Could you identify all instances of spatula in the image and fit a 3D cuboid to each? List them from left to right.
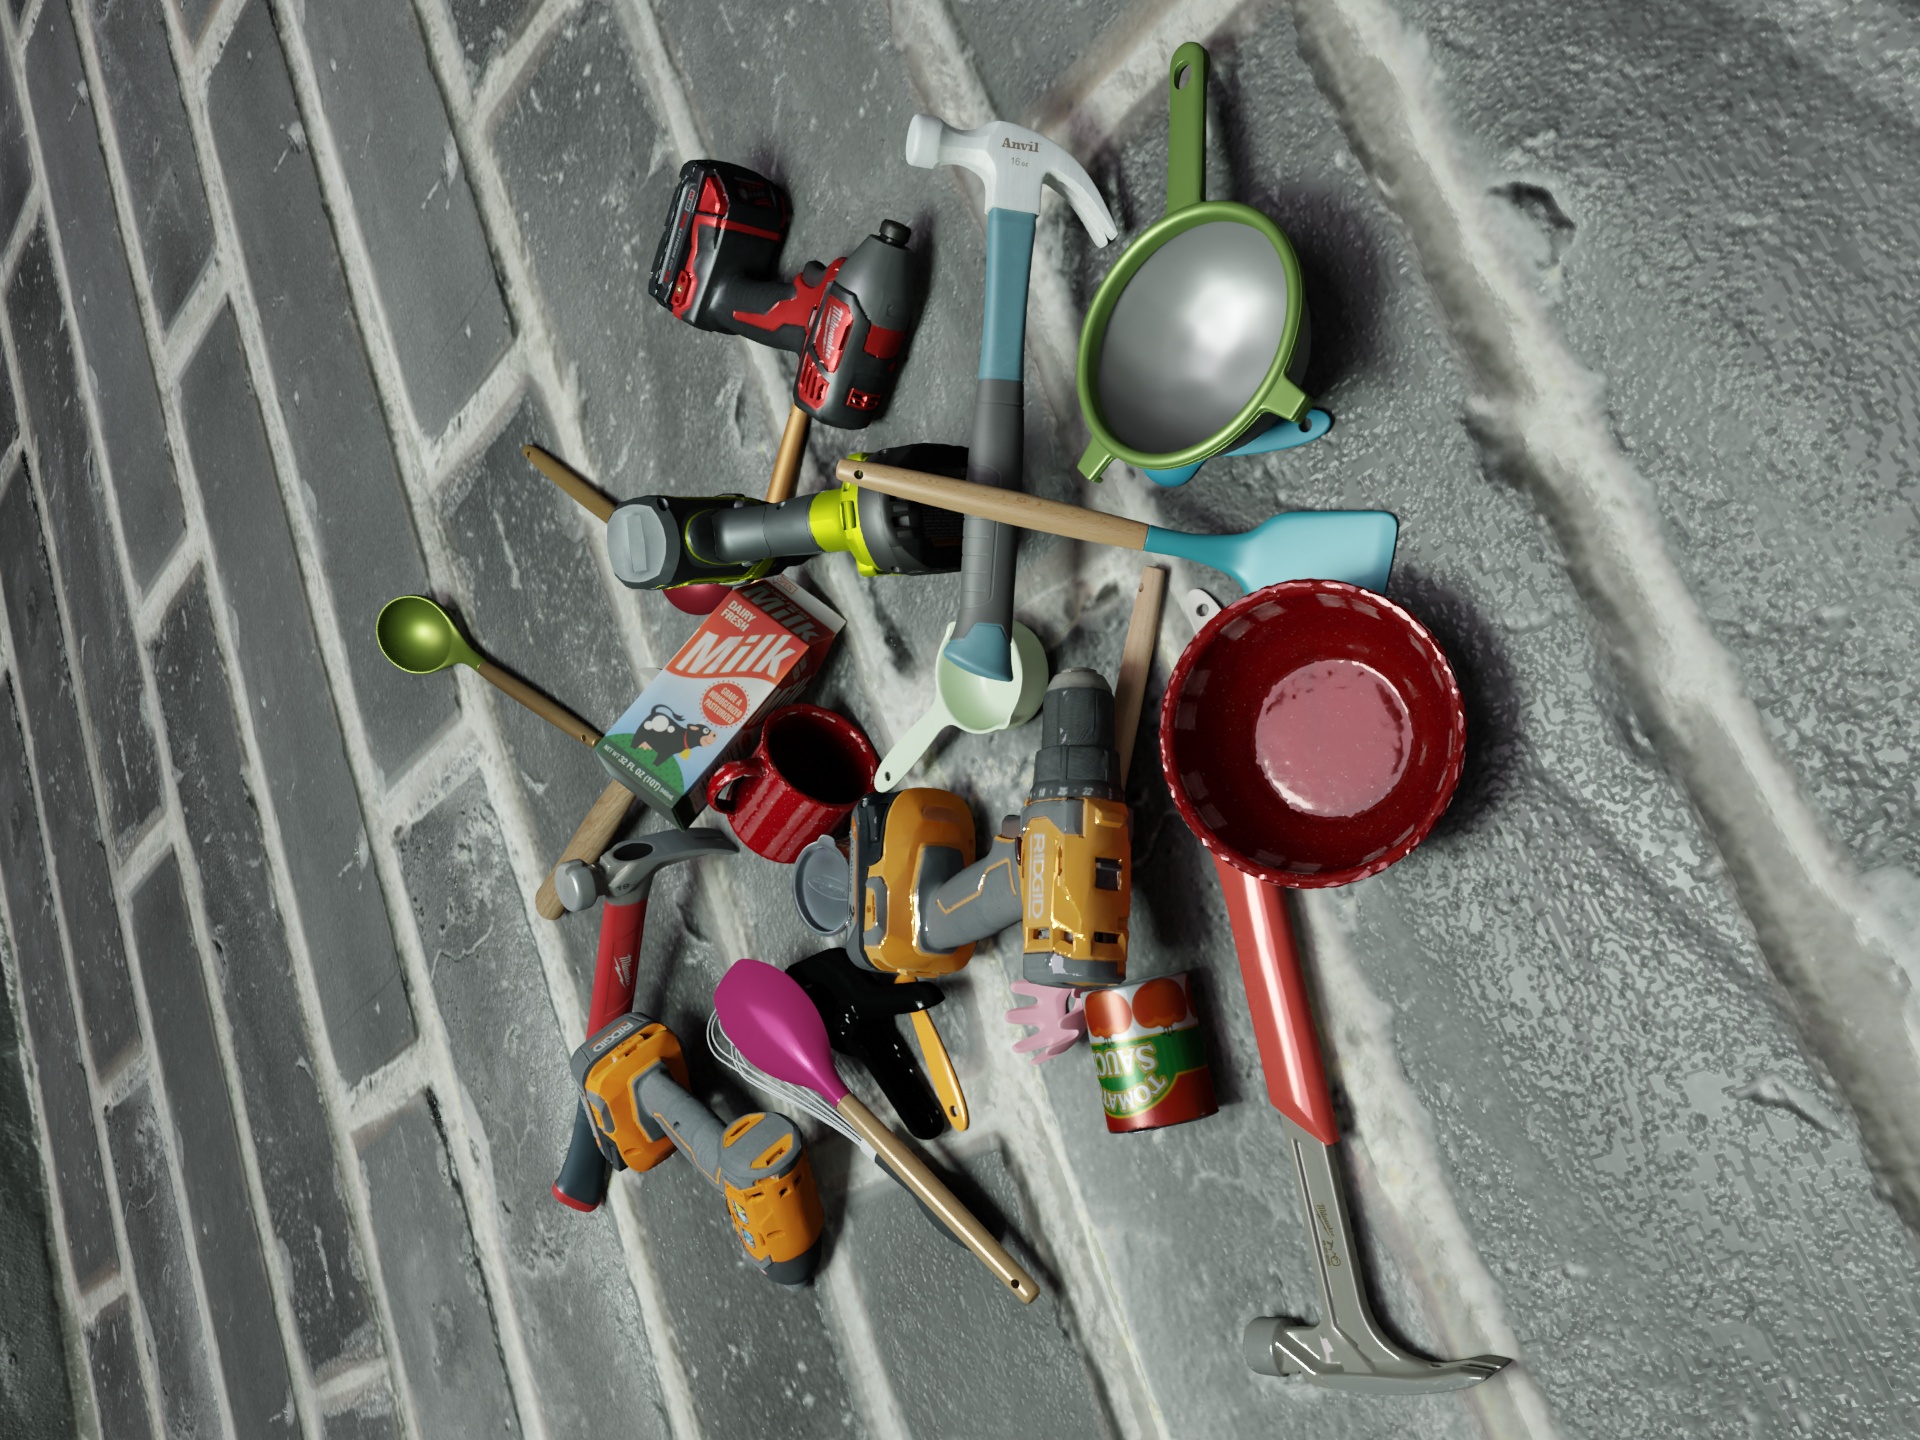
[{"bbox_3d":[-0.168,-0.091,1.208,0.081,0.041,0.322,45,122,60],"label":"spatula"},{"bbox_3d":[0.080,-0.110,0.899,0.317,0.044,0.082,13,104,8],"label":"spatula"}]

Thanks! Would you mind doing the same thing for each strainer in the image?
[{"bbox_3d":[0.143,-0.256,0.897,0.151,0.069,0.256,-11,71,44],"label":"strainer"}]

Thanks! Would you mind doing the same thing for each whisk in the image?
[{"bbox_3d":[-0.081,0.282,1.132,0.285,0.070,0.070,35,115,32],"label":"whisk"}]

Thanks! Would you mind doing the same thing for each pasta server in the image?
[{"bbox_3d":[0.083,0.060,0.978,0.060,0.040,0.316,28,110,58],"label":"pasta server"}]

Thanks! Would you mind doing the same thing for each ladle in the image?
[{"bbox_3d":[-0.432,-0.038,1.455,0.320,0.062,0.078,27,113,37],"label":"ladle"},{"bbox_3d":[-0.291,-0.173,1.335,0.316,0.031,0.069,36,115,39],"label":"ladle"}]

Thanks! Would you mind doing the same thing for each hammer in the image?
[{"bbox_3d":[-0.288,0.071,1.306,0.331,0.031,0.130,-48,38,43],"label":"hammer"},{"bbox_3d":[-0.276,0.255,1.304,0.038,0.143,0.386,41,129,36],"label":"hammer"},{"bbox_3d":[0.022,-0.189,0.955,0.033,0.128,0.331,-175,88,-77],"label":"hammer"},{"bbox_3d":[0.190,0.184,0.881,0.149,0.036,0.359,-18,80,43],"label":"hammer"}]

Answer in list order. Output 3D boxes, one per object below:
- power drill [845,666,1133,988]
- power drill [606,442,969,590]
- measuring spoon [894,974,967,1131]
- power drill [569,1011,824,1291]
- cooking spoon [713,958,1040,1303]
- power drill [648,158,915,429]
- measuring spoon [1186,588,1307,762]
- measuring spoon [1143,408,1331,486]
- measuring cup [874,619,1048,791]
[{"bbox_3d":[0.020,0.072,0.983,0.226,0.084,0.185,-13,71,53],"label":"power drill"},{"bbox_3d":[-0.092,-0.129,1.057,0.228,0.190,0.080,-3,95,30],"label":"power drill"},{"bbox_3d":[-0.022,0.230,1.102,0.021,0.011,0.117,-38,66,38],"label":"measuring spoon"},{"bbox_3d":[-0.191,0.334,1.208,0.227,0.084,0.164,24,135,39],"label":"power drill"},{"bbox_3d":[-0.062,0.277,1.086,0.319,0.017,0.068,40,100,26],"label":"cooking spoon"},{"bbox_3d":[-0.120,-0.313,1.133,0.220,0.078,0.143,38,117,33],"label":"power drill"},{"bbox_3d":[0.164,-0.027,0.916,0.034,0.018,0.124,-39,58,22],"label":"measuring spoon"},{"bbox_3d":[0.152,-0.162,0.912,0.129,0.021,0.042,-4,89,44],"label":"measuring spoon"},{"bbox_3d":[-0.002,-0.003,1.057,0.167,0.038,0.083,-47,61,36],"label":"measuring cup"}]
